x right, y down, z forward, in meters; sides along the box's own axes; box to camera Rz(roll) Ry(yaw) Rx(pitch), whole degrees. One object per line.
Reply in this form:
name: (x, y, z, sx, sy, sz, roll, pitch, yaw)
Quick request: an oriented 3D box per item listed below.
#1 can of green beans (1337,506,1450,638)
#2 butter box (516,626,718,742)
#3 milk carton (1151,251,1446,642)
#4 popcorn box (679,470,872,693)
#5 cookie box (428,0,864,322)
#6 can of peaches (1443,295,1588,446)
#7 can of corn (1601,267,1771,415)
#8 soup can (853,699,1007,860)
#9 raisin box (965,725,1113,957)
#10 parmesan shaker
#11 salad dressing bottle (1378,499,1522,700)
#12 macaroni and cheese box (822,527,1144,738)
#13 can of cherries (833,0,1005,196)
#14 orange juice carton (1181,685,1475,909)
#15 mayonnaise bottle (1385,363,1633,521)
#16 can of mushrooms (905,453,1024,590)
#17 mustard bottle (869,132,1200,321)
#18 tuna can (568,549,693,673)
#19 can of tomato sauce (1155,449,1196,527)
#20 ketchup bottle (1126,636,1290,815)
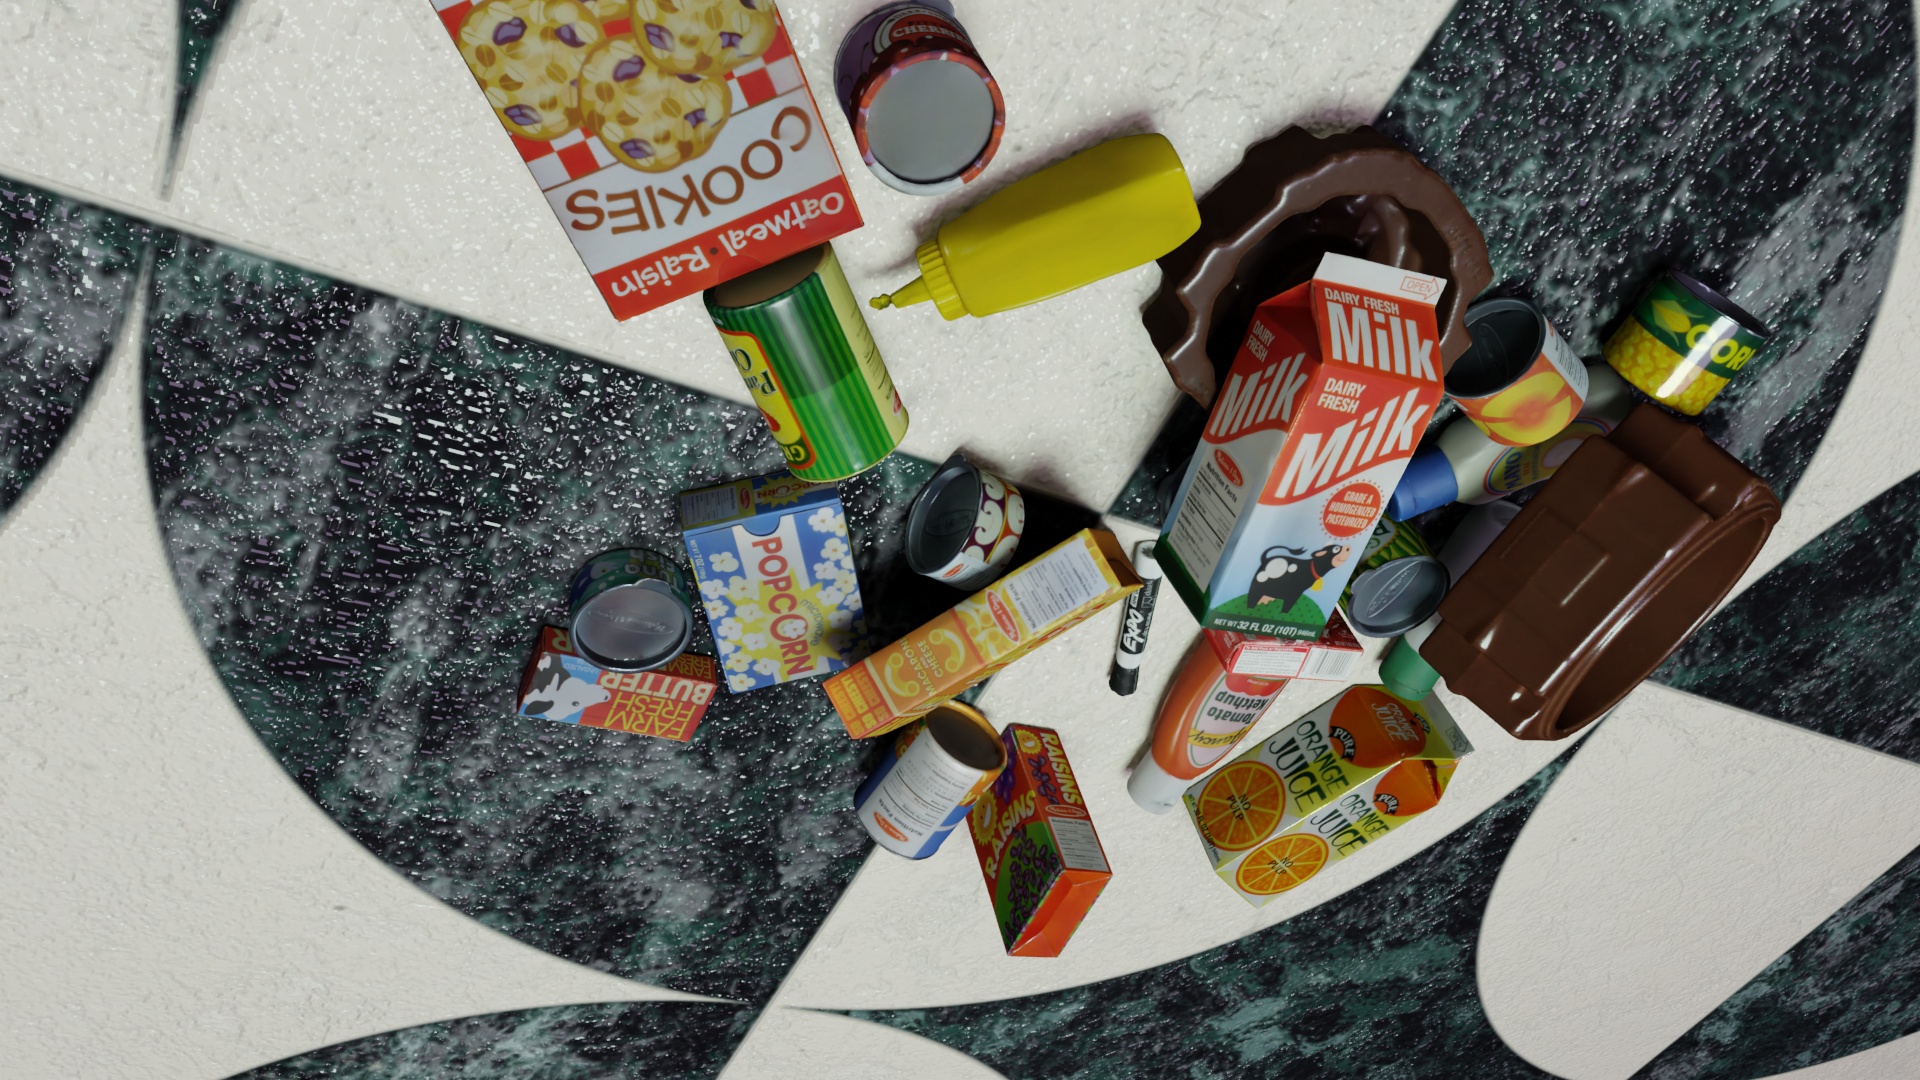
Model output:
can of green beans: (0.259, 0.017, 0.860, 0.071, 0.058, 0.071, -8, 130, -10)
butter box: (-0.198, 0.084, 0.804, 0.103, 0.024, 0.053, 14, 124, -25)
milk carton: (0.171, -0.049, 0.691, 0.072, 0.074, 0.189, 8, 119, -21)
popcorn box: (-0.101, 0.023, 0.773, 0.085, 0.038, 0.126, -12, 131, -5)
cookie box: (-0.128, -0.187, 0.590, 0.123, 0.040, 0.166, -22, 131, 2)
can of peaches: (0.306, -0.093, 0.779, 0.071, 0.071, 0.058, -43, 128, 19)
can of corn: (0.413, -0.111, 0.791, 0.071, 0.071, 0.058, 14, 124, -26)
soup can: (-0.018, 0.150, 0.886, 0.071, 0.071, 0.083, 21, 119, -30)
raisin box: (0.046, 0.193, 0.900, 0.040, 0.124, 0.085, 10, 125, -24)
parmesan shaker: (-0.074, -0.089, 0.670, 0.071, 0.071, 0.102, -22, 127, 3)
salad dressing bottle: (0.325, 0.042, 0.910, 0.064, 0.044, 0.146, -1, 131, -30)
macaroni and cheese box: (0.018, 0.052, 0.784, 0.166, 0.040, 0.124, -31, 172, 10)
can of cherries: (-0.018, -0.194, 0.604, 0.071, 0.058, 0.071, -8, 131, -9)
orange juice carton: (0.261, 0.172, 0.980, 0.192, 0.072, 0.073, -35, 130, 14)
mayonnaise bottle: (0.324, -0.053, 0.832, 0.148, 0.041, 0.064, -21, 136, 1)
can of mushrooms: (0.003, -0.010, 0.760, 0.033, 0.071, 0.070, 25, 118, -31)
mustard bottle: (0.031, -0.141, 0.663, 0.160, 0.065, 0.048, -21, 126, 9)
tuna can: (-0.181, 0.037, 0.765, 0.071, 0.033, 0.070, -8, 130, -10)
can of tomato sauce: (0.165, -0.009, 0.807, 0.071, 0.071, 0.083, -42, 128, 19)
ketchup bottle: (0.161, 0.121, 0.928, 0.065, 0.044, 0.148, 12, 125, -25)
